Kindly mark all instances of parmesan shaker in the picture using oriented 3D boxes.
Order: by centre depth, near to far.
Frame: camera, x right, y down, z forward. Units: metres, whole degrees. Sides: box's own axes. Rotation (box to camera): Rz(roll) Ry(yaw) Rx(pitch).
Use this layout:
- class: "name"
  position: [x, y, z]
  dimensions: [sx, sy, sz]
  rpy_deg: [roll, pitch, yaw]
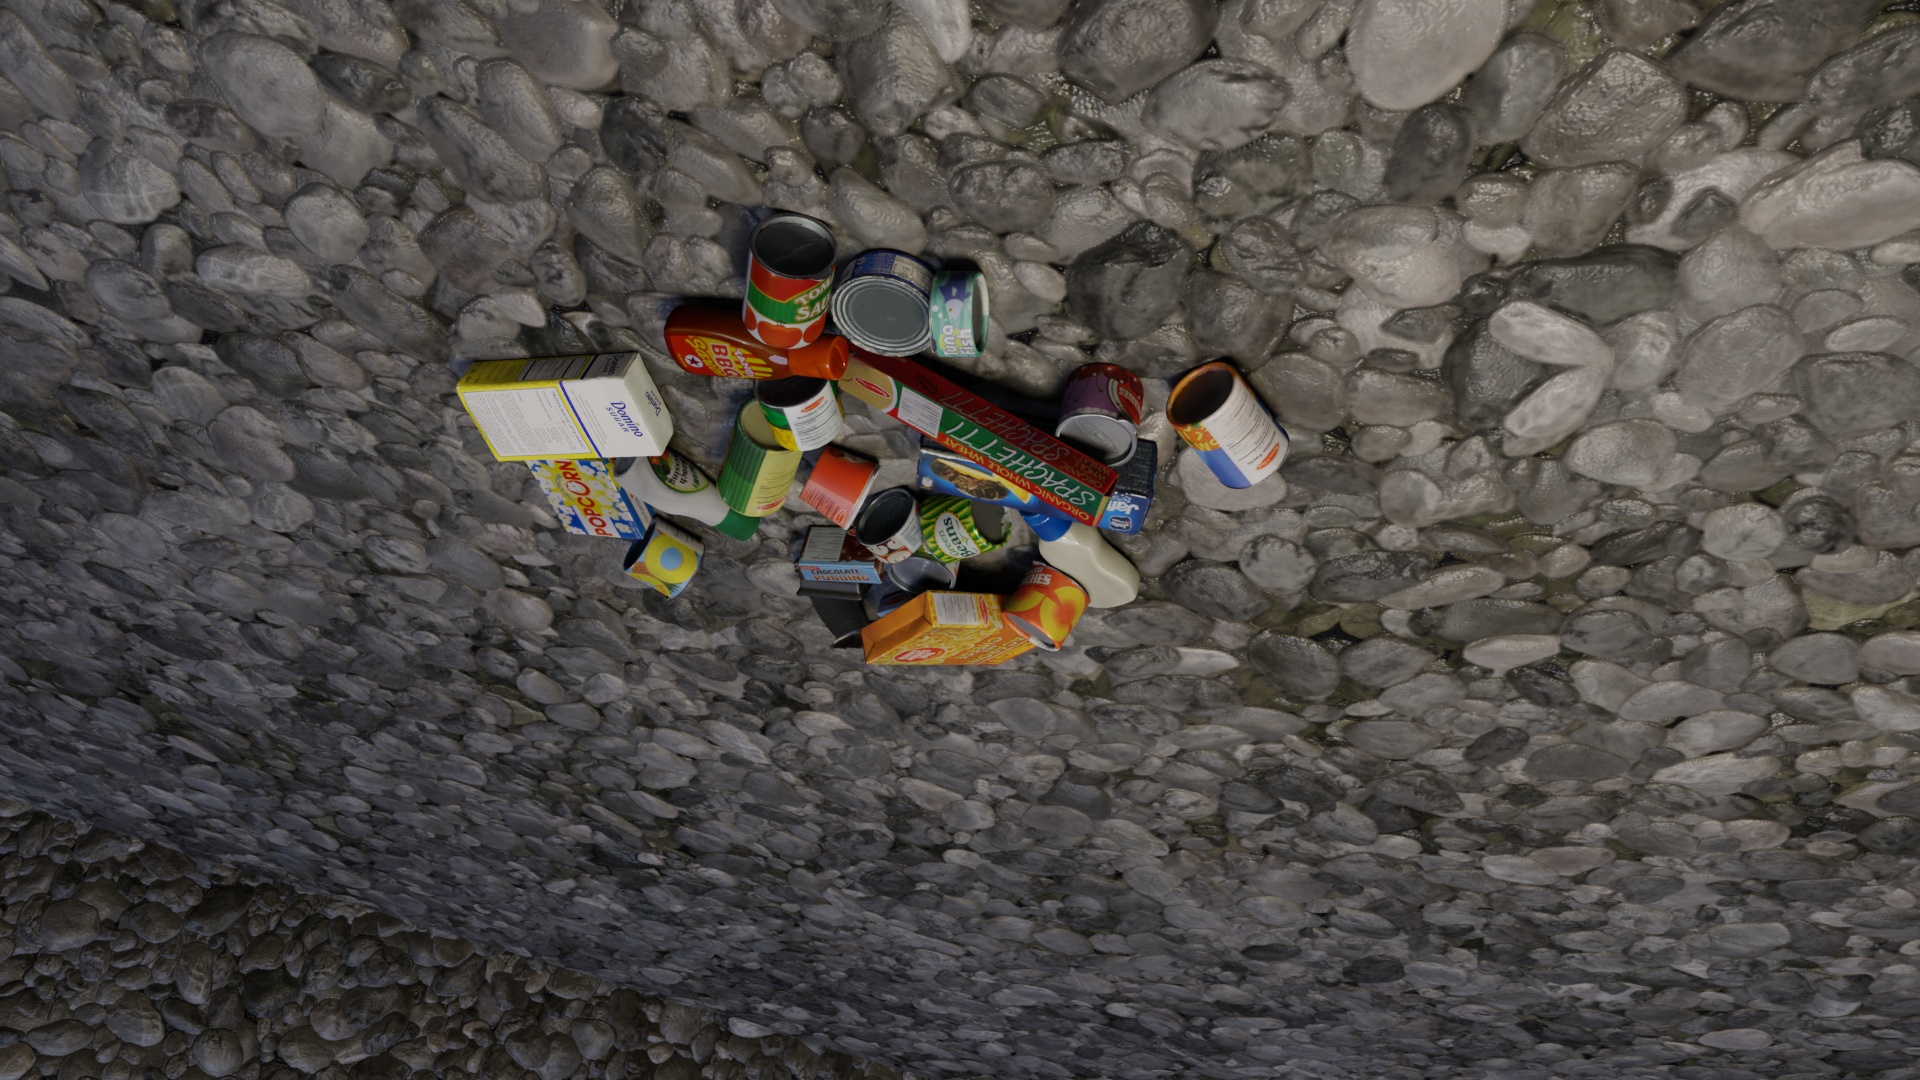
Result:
- class: "parmesan shaker"
  position: [-0.176, -0.078, 1.249]
  dimensions: [0.071, 0.072, 0.102]
  rpy_deg: [19, 144, -8]

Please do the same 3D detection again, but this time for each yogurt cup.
- class: "yogurt cup"
  position: [-0.111, -0.051, 1.265]
  dimensions: [0.054, 0.073, 0.072]
  rpy_deg: [28, 143, -6]

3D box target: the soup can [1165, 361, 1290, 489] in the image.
- class: "soup can"
  position: [0.210, -0.092, 1.103]
  dimensions: [0.071, 0.072, 0.083]
  rpy_deg: [-18, 134, 36]

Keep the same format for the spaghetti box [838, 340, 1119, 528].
- class: "spaghetti box"
  position: [0.013, -0.090, 1.132]
  dimensions: [0.250, 0.029, 0.050]
  rpy_deg: [29, 147, 10]

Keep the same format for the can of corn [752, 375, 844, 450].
- class: "can of corn"
  position: [-0.137, -0.120, 1.176]
  dimensions: [0.071, 0.071, 0.058]
  rpy_deg: [3, 144, 14]

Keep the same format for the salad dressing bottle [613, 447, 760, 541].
- class: "salad dressing bottle"
  position: [-0.258, -0.045, 1.325]
  dimensions: [0.044, 0.064, 0.147]
  rpy_deg: [-38, 132, 25]

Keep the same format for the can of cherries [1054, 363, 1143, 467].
- class: "can of cherries"
  position: [0.115, -0.101, 1.124]
  dimensions: [0.071, 0.059, 0.071]
  rpy_deg: [9, 144, 7]

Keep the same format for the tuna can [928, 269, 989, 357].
- class: "tuna can"
  position: [-0.001, -0.170, 1.054]
  dimensions: [0.033, 0.071, 0.070]
  rpy_deg: [2, 143, 13]

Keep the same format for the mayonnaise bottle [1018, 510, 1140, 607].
- class: "mayonnaise bottle"
  position: [0.108, 0.007, 1.294]
  dimensions: [0.064, 0.041, 0.147]
  rpy_deg: [-10, 138, 36]

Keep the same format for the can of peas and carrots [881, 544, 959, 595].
- class: "can of peas and carrots"
  position: [-0.034, 0.012, 1.329]
  dimensions: [0.071, 0.059, 0.070]
  rpy_deg: [9, 144, 7]

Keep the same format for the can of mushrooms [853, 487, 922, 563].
- class: "can of mushrooms"
  position: [-0.064, -0.014, 1.298]
  dimensions: [0.071, 0.071, 0.033]
  rpy_deg: [-14, 137, 33]

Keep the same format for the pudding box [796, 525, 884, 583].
- class: "pudding box"
  position: [-0.114, 0.014, 1.366]
  dimensions: [0.084, 0.050, 0.030]
  rpy_deg: [1, 145, 16]

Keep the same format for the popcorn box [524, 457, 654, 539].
- class: "popcorn box"
  position: [-0.362, -0.054, 1.361]
  dimensions: [0.085, 0.038, 0.126]
  rpy_deg: [5, 144, 14]

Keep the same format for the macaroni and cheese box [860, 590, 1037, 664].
- class: "macaroni and cheese box"
  position: [0.004, 0.088, 1.381]
  dimensions: [0.167, 0.040, 0.123]
  rpy_deg: [4, 157, -37]

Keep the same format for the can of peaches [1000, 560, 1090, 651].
- class: "can of peaches"
  position: [0.078, 0.062, 1.313]
  dimensions: [0.071, 0.058, 0.071]
  rpy_deg: [32, 165, 10]

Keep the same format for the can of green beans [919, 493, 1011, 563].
- class: "can of green beans"
  position: [0.005, -0.017, 1.269]
  dimensions: [0.057, 0.071, 0.071]
  rpy_deg: [-18, 135, 36]

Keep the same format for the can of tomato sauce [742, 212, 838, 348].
- class: "can of tomato sauce"
  position: [-0.130, -0.196, 1.063]
  dimensions: [0.071, 0.071, 0.082]
  rpy_deg: [16, 145, -4]

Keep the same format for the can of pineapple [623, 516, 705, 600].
- class: "can of pineapple"
  position: [-0.304, 0.019, 1.417]
  dimensions: [0.058, 0.071, 0.070]
  rpy_deg: [33, 140, -24]

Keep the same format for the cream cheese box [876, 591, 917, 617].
- class: "cream cheese box"
  position: [-0.034, 0.089, 1.467]
  dimensions: [0.053, 0.024, 0.103]
  rpy_deg: [-19, 134, 39]

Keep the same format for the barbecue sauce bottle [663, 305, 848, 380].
- class: "barbecue sauce bottle"
  position: [-0.165, -0.157, 1.132]
  dimensions: [0.148, 0.044, 0.064]
  rpy_deg: [9, 150, 20]
